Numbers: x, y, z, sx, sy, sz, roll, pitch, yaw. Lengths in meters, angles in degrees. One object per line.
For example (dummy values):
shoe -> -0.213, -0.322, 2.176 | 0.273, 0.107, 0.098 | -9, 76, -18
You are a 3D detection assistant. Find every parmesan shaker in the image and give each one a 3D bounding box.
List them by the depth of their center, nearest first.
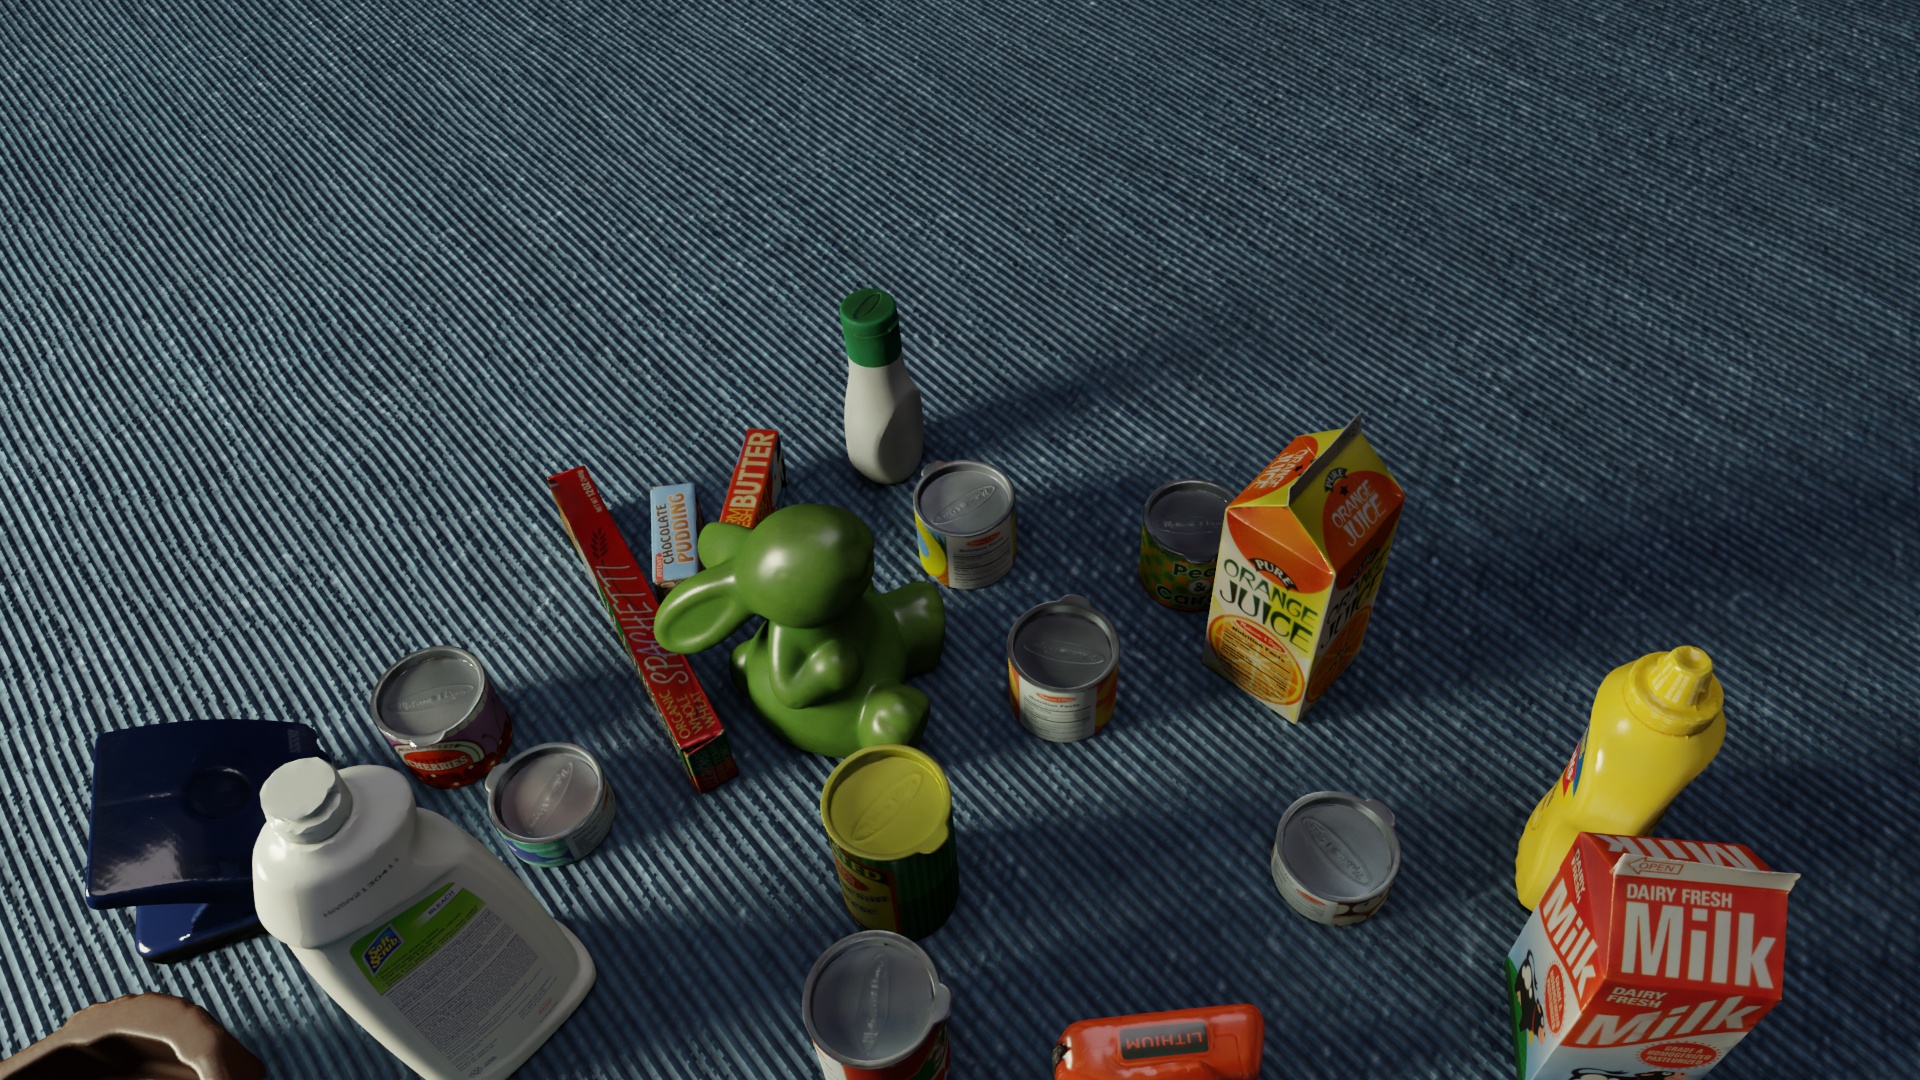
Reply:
parmesan shaker -> -0.033, 0.165, 0.736 | 0.071, 0.102, 0.072 | -2, 50, 2

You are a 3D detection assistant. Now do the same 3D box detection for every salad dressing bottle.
salad dressing bottle -> -0.054, -0.102, 0.933 | 0.044, 0.146, 0.064 | 23, 55, 21

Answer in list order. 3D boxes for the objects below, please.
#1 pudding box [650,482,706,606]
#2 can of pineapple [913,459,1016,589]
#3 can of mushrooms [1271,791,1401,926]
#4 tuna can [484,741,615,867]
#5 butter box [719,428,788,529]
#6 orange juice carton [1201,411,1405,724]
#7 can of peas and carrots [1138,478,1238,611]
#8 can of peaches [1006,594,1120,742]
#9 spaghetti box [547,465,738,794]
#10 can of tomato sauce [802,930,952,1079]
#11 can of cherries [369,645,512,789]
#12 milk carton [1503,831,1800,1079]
pudding box -> -0.184, 0.008, 0.911 | 0.030, 0.049, 0.084 | -8, 50, -4
can of pineapple -> 0.003, -0.011, 0.912 | 0.071, 0.057, 0.071 | -2, 50, 2
can of mushrooms -> 0.206, 0.173, 0.761 | 0.071, 0.033, 0.071 | -2, 50, 2
tuna can -> -0.238, 0.152, 0.804 | 0.071, 0.032, 0.071 | -2, 50, 2
butter box -> -0.139, -0.021, 0.931 | 0.024, 0.052, 0.104 | 3, 50, 6
orange juice carton -> 0.194, 0.013, 0.793 | 0.073, 0.191, 0.072 | 34, 60, 27
can of peas and carrots -> 0.149, 0.005, 0.889 | 0.071, 0.058, 0.071 | -2, 50, 2
can of peaches -> 0.062, 0.077, 0.834 | 0.071, 0.057, 0.071 | -2, 50, 2
spaghetti box -> -0.204, 0.050, 0.877 | 0.029, 0.050, 0.251 | -25, 53, -16
can of tomato sauce -> -0.038, 0.241, 0.685 | 0.071, 0.082, 0.071 | -2, 50, 2
can of cherries -> -0.309, 0.108, 0.829 | 0.071, 0.058, 0.072 | -2, 50, 2
milk carton -> 0.310, 0.193, 0.636 | 0.072, 0.189, 0.074 | 4, 50, 7
